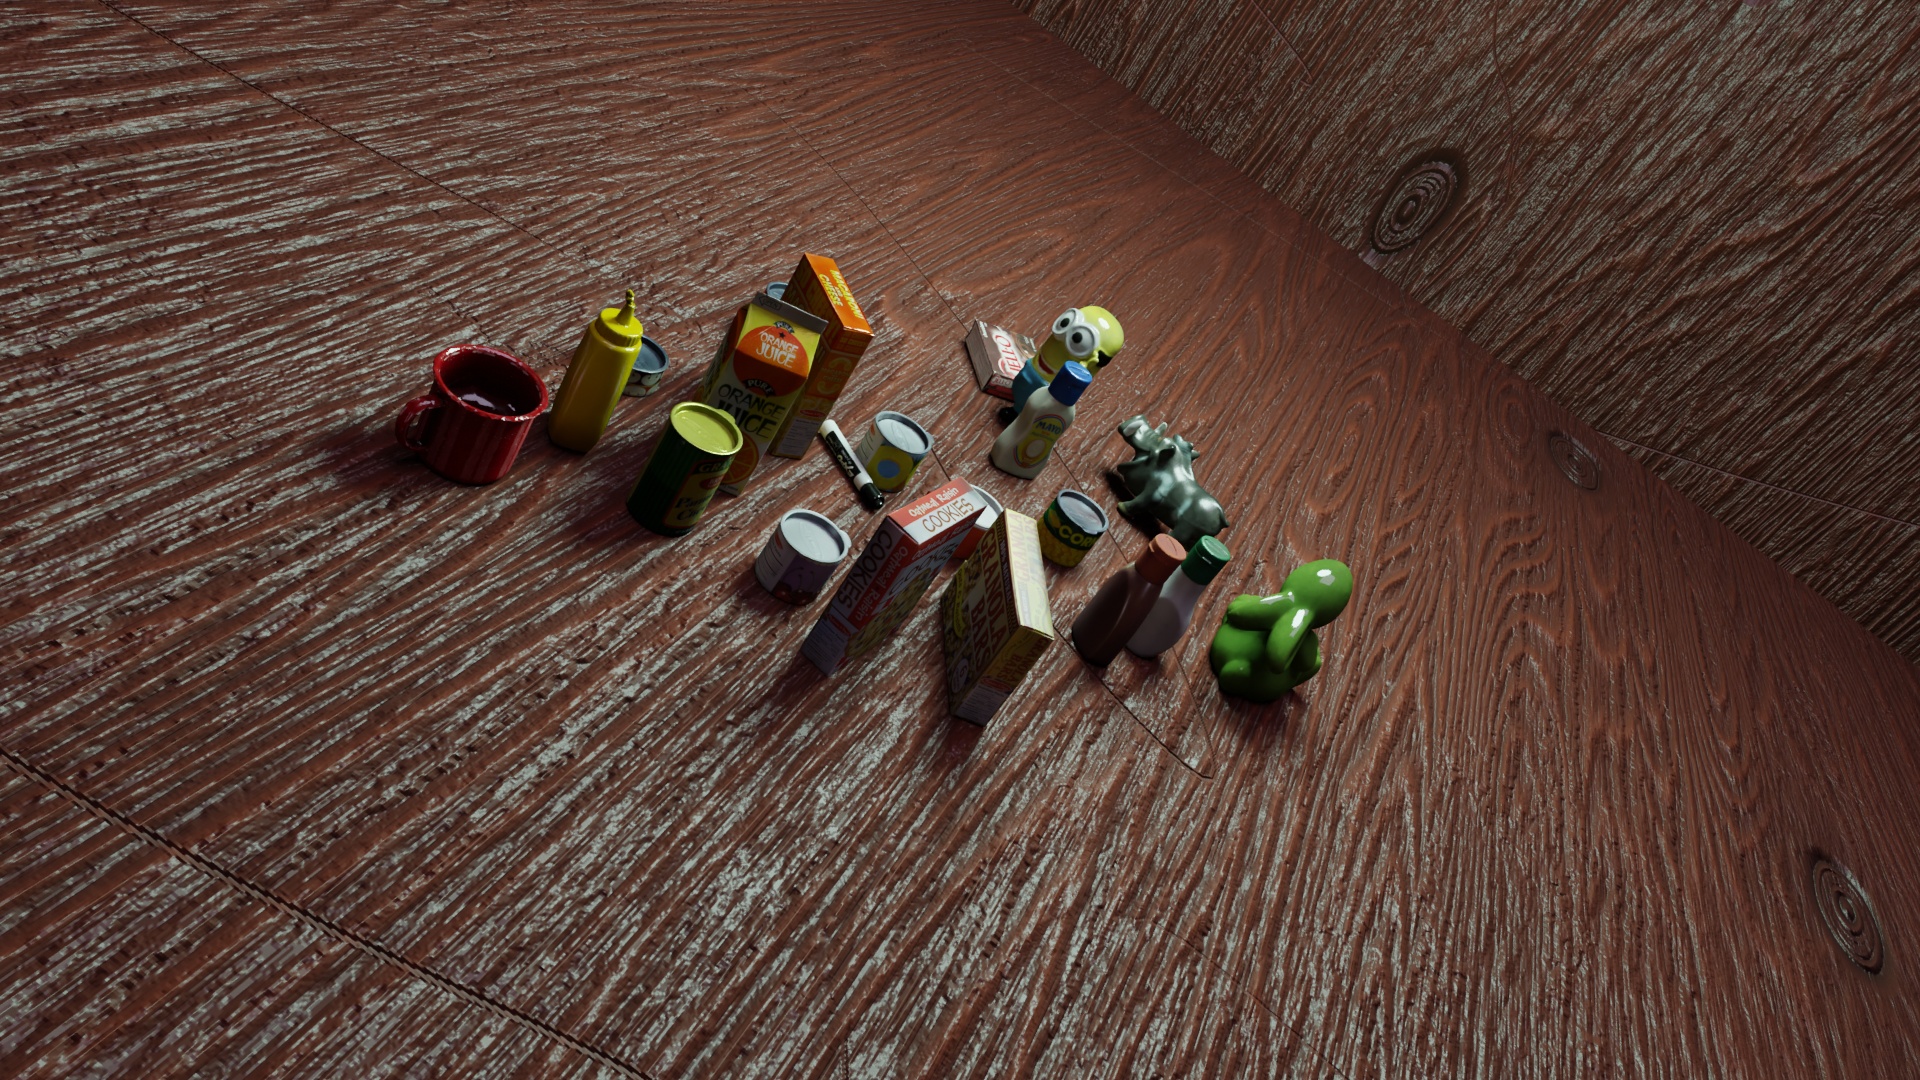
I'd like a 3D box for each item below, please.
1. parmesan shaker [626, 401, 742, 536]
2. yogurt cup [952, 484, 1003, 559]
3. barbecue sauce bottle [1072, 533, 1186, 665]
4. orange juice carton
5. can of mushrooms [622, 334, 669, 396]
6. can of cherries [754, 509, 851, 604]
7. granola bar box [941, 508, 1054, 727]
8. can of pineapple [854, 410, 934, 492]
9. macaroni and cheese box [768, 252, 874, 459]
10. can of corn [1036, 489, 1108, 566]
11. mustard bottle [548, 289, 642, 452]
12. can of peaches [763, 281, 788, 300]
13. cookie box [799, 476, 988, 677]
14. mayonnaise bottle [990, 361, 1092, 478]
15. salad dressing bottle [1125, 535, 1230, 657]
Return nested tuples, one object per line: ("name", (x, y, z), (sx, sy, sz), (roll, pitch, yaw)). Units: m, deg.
("parmesan shaker", (-0.240, -0.062, 1.215), (0.071, 0.102, 0.072), (24, 33, -17))
("yogurt cup", (0.005, -0.018, 1.432), (0.072, 0.053, 0.073), (24, 33, -17))
("barbecue sauce bottle", (0.170, 0.057, 1.396), (0.044, 0.147, 0.065), (18, 36, -27))
("orange juice carton", (-0.194, -0.141, 1.277), (0.072, 0.191, 0.073), (22, 34, -21))
("can of mushrooms", (-0.323, -0.173, 1.351), (0.071, 0.033, 0.071), (24, 33, -17))
("can of cherries", (-0.141, 0.016, 1.247), (0.071, 0.058, 0.072), (24, 33, -17))
("granola bar box", (0.031, 0.068, 1.275), (0.039, 0.123, 0.166), (22, 34, -20))
("can of pineapple", (-0.071, -0.092, 1.455), (0.071, 0.057, 0.071), (24, 33, -17))
("macaroni and cheese box", (-0.158, -0.184, 1.394), (0.040, 0.165, 0.124), (7, 41, -38))
("can of corn", (0.120, -0.011, 1.526), (0.071, 0.058, 0.071), (24, 33, -17))
("mustard bottle", (-0.313, -0.152, 1.212), (0.049, 0.159, 0.065), (18, 35, -26))
("can of peaches", (-0.198, -0.243, 1.538), (0.071, 0.057, 0.071), (24, 33, -17))
("cookie box", (-0.058, 0.029, 1.203), (0.040, 0.166, 0.123), (42, 32, 11))
("mayonnaise bottle", (0.096, -0.138, 1.586), (0.065, 0.147, 0.041), (17, 36, -27))
("salad dressing bottle", (0.224, 0.059, 1.445), (0.064, 0.147, 0.044), (39, 32, 6))
